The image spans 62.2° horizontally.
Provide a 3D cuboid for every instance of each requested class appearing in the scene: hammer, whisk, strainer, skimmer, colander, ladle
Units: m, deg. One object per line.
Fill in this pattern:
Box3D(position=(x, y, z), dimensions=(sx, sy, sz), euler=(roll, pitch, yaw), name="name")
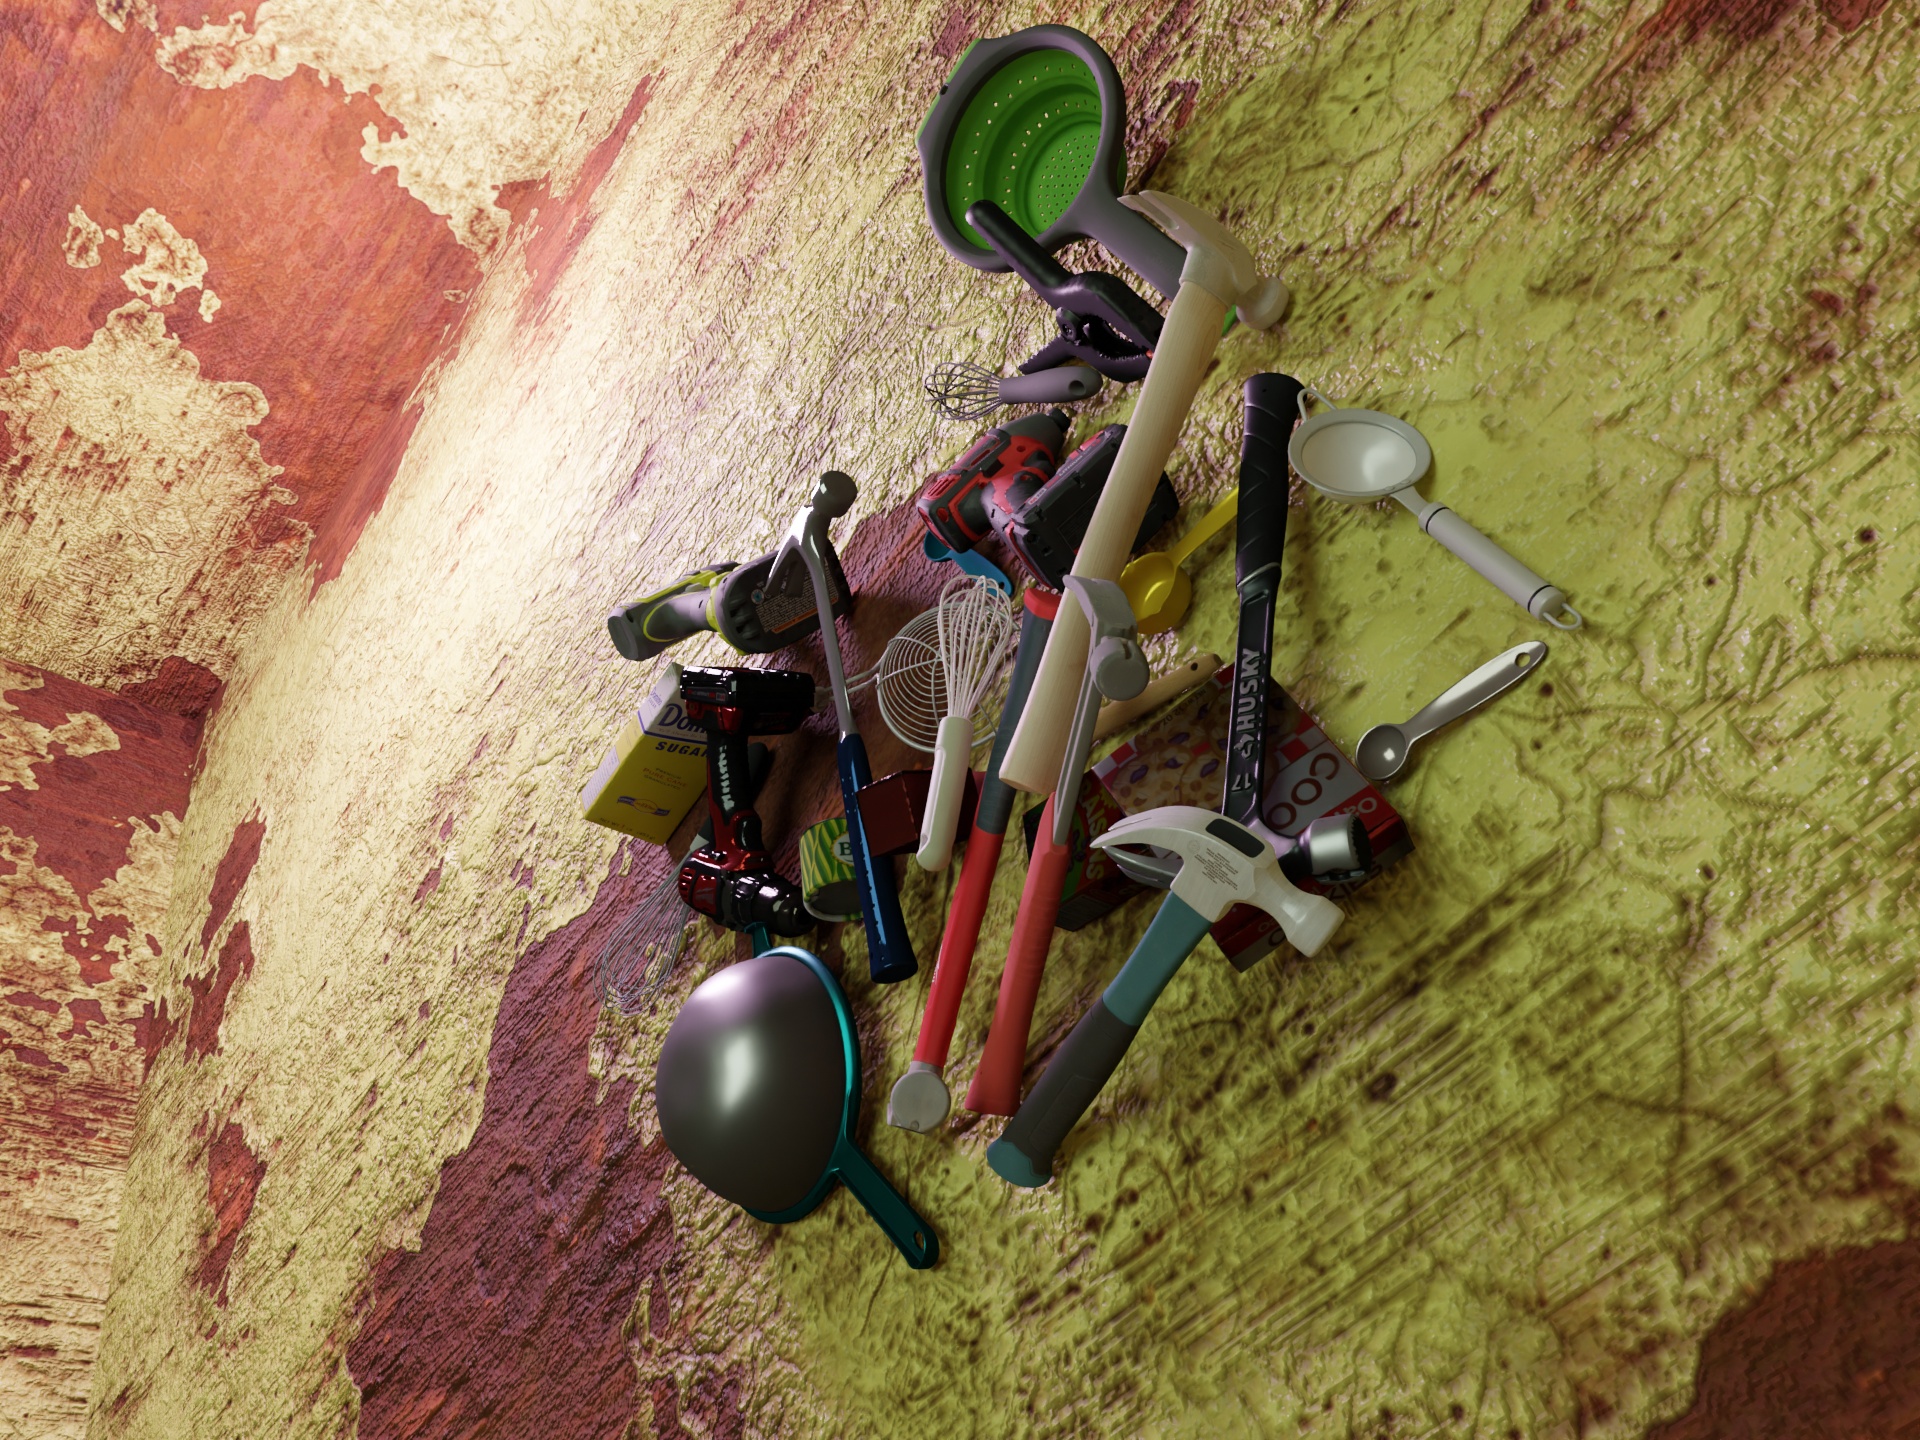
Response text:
Box3D(position=(0.178, -0.069, 0.978), dimensions=(0.149, 0.036, 0.409), euler=(-13, 48, 29), name="hammer")
Box3D(position=(0.041, -0.279, 1.328), dimensions=(0.239, 0.055, 0.055), euler=(12, 80, 56), name="whisk")
Box3D(position=(-0.252, 0.145, 1.470), dimensions=(0.284, 0.070, 0.070), euler=(-60, 35, 0), name="whisk")
Box3D(position=(-0.138, 0.296, 1.164), dimensions=(0.341, 0.095, 0.211), euler=(31, 105, 52), name="strainer")
Box3D(position=(0.089, 0.174, 0.917), dimensions=(0.128, 0.033, 0.330), euler=(40, 132, 17), name="hammer")
Box3D(position=(-0.070, -0.016, 1.344), dimensions=(0.363, 0.090, 0.127), euler=(-17, 56, 60), name="skimmer")
Box3D(position=(0.103, -0.150, 1.069), dimensions=(0.038, 0.146, 0.411), euler=(7, 74, 55), name="hammer")
Box3D(position=(0.117, -0.417, 1.302), dimensions=(0.204, 0.094, 0.398), euler=(-54, 54, 21), name="colander")
Box3D(position=(0.053, 0.092, 0.998), dimensions=(0.149, 0.036, 0.359), euler=(-101, 21, -66), name="hammer")
Box3D(position=(0.015, 0.093, 1.106), dimensions=(0.143, 0.038, 0.386), euler=(107, 178, -74), name="hammer")
Box3D(position=(-0.002, -0.004, 1.129), dimensions=(0.057, 0.059, 0.247), euler=(133, 153, -53), name="whisk")
Box3D(position=(0.062, 0.022, 1.148), dimensions=(0.315, 0.031, 0.069), euler=(-30, 60, 37), name="ladle")
Box3D(position=(-0.090, 0.009, 1.243), dimensions=(0.144, 0.035, 0.406), euler=(-48, 47, 50), name="hammer")
Box3D(position=(0.275, -0.121, 0.941), dimensions=(0.087, 0.050, 0.259), euler=(-22, 42, -13), name="strainer")

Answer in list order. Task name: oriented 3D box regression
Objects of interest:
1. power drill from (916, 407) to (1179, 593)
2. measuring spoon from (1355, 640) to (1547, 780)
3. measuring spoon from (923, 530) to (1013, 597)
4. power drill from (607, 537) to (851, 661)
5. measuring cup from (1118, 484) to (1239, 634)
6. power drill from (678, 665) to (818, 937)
Box3D(position=(0.063, -0.177, 1.207), dimensions=(0.143, 0.078, 0.220), euler=(-43, 28, -7), name="power drill")
Box3D(position=(0.278, -0.005, 0.895), dimensions=(0.124, 0.018, 0.034), euler=(-38, 46, 24), name="measuring spoon")
Box3D(position=(0.012, -0.130, 1.319), dimensions=(0.042, 0.021, 0.129), euler=(-57, 45, 11), name="measuring spoon")
Box3D(position=(-0.211, -0.116, 1.501), dimensions=(0.171, 0.080, 0.223), euler=(-31, 19, -35), name="power drill")
Box3D(position=(0.170, -0.119, 1.098), dimensions=(0.156, 0.029, 0.062), euler=(-43, 38, 15), name="measuring cup")
Box3D(position=(-0.175, 0.071, 1.351), dimensions=(0.188, 0.080, 0.226), euler=(9, 97, 54), name="power drill")
